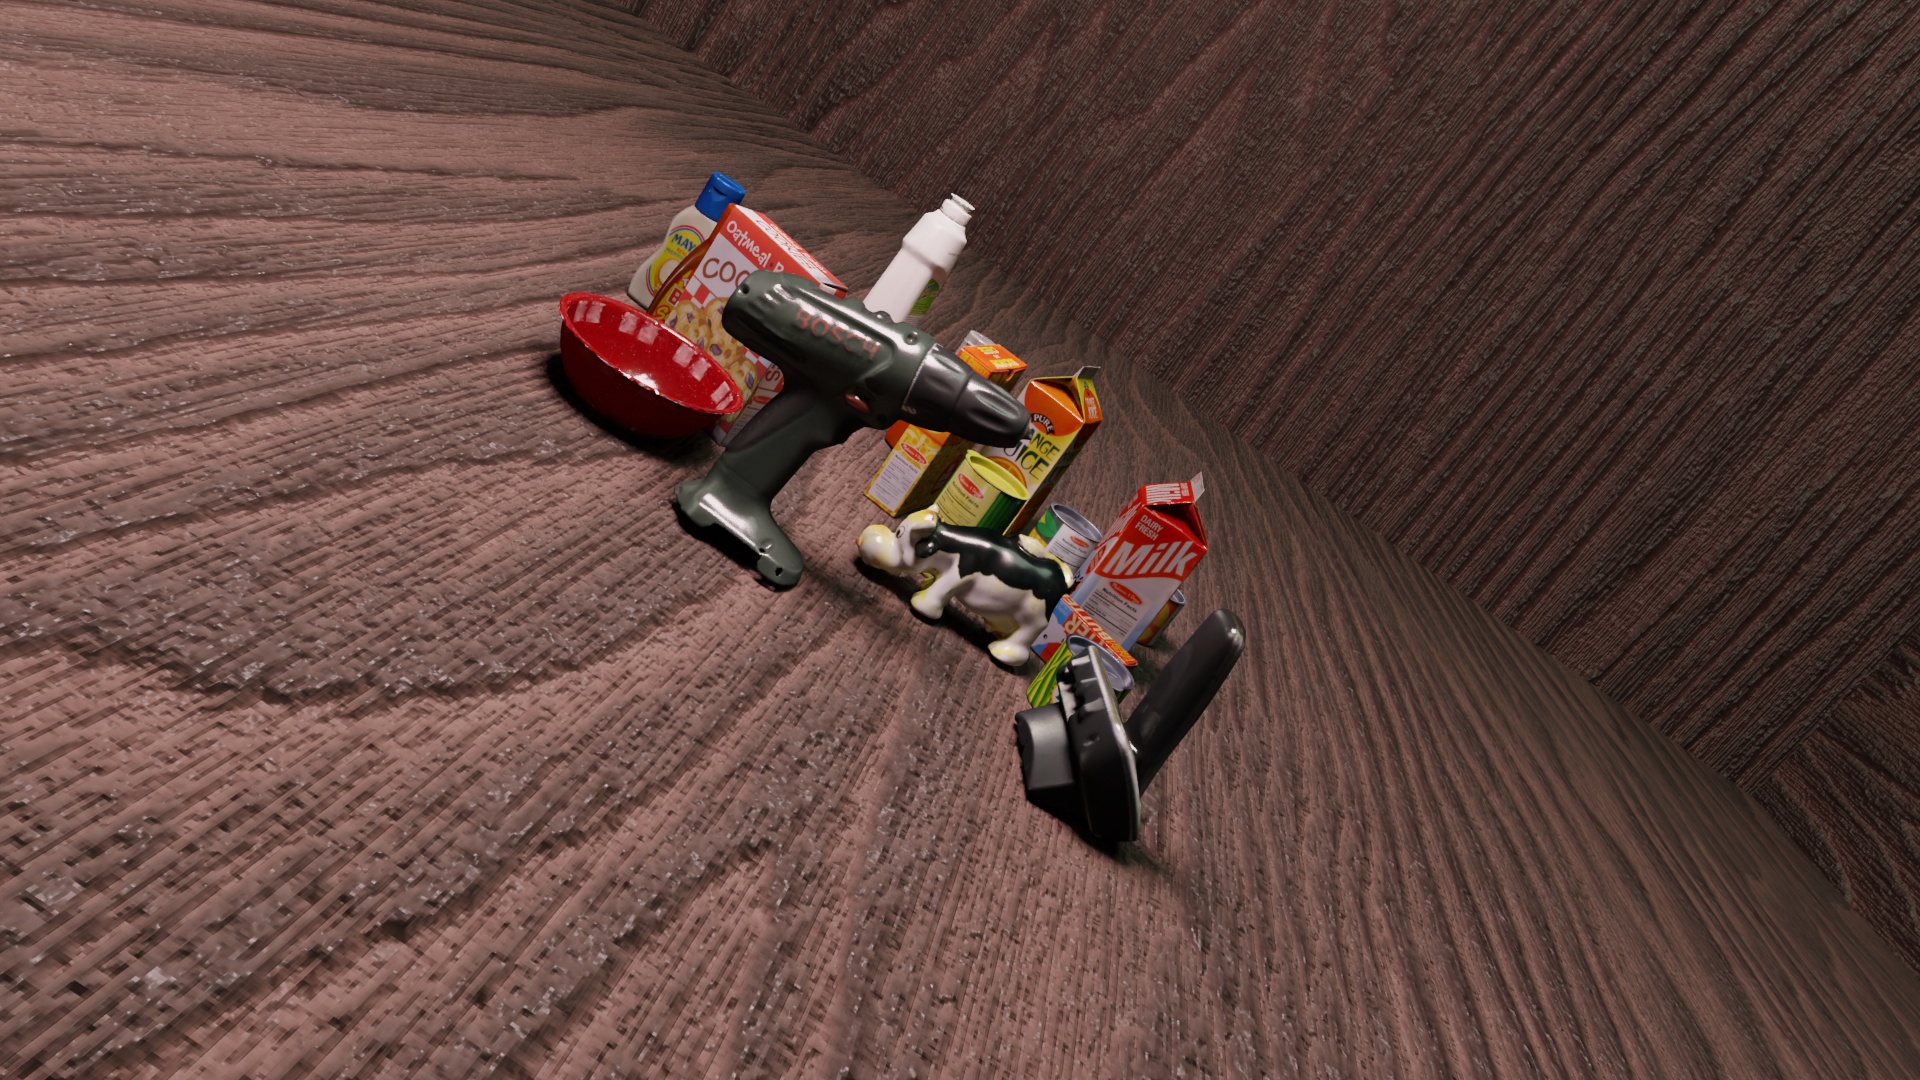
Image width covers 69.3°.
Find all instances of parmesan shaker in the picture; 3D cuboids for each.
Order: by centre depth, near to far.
[{"bbox_3d":[0.003,-0.017,1.209,0.071,0.102,0.071,32,17,-11],"label":"parmesan shaker"}]

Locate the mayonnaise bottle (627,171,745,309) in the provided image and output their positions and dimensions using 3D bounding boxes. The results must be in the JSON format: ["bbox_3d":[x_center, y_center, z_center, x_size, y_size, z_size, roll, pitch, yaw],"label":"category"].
[{"bbox_3d":[-0.261,-0.285,1.345,0.065,0.147,0.041,35,17,-2],"label":"mayonnaise bottle"}]

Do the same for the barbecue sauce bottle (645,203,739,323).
[{"bbox_3d":[-0.233,-0.236,1.269,0.065,0.148,0.044,32,17,-12],"label":"barbecue sauce bottle"}]

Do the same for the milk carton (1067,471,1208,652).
[{"bbox_3d":[0.161,0.021,1.256,0.073,0.190,0.072,34,17,-4],"label":"milk carton"}]

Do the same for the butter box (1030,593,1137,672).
[{"bbox_3d":[0.098,0.091,1.185,0.104,0.053,0.024,44,19,27],"label":"butter box"}]

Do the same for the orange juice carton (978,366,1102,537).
[{"bbox_3d":[0.078,-0.099,1.409,0.073,0.192,0.072,39,17,13],"label":"orange juice carton"}]

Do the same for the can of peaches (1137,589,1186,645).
[{"bbox_3d":[0.183,0.063,1.404,0.071,0.058,0.071,32,18,-11],"label":"can of peaches"}]

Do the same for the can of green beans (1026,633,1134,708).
[{"bbox_3d":[0.095,0.117,1.103,0.071,0.057,0.071,32,18,-11],"label":"can of green beans"}]

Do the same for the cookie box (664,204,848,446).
[{"bbox_3d":[-0.186,-0.181,1.181,0.123,0.167,0.040,44,19,26],"label":"cookie box"}]

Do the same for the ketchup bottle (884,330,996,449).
[{"bbox_3d":[-0.016,-0.146,1.434,0.065,0.148,0.043,44,19,26],"label":"ketchup bottle"}]

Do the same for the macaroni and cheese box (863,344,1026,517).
[{"bbox_3d":[-0.011,-0.105,1.304,0.040,0.166,0.124,38,17,9],"label":"macaroni and cheese box"}]

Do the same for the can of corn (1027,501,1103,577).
[{"bbox_3d":[0.103,0.003,1.415,0.071,0.058,0.071,32,18,-11],"label":"can of corn"}]
